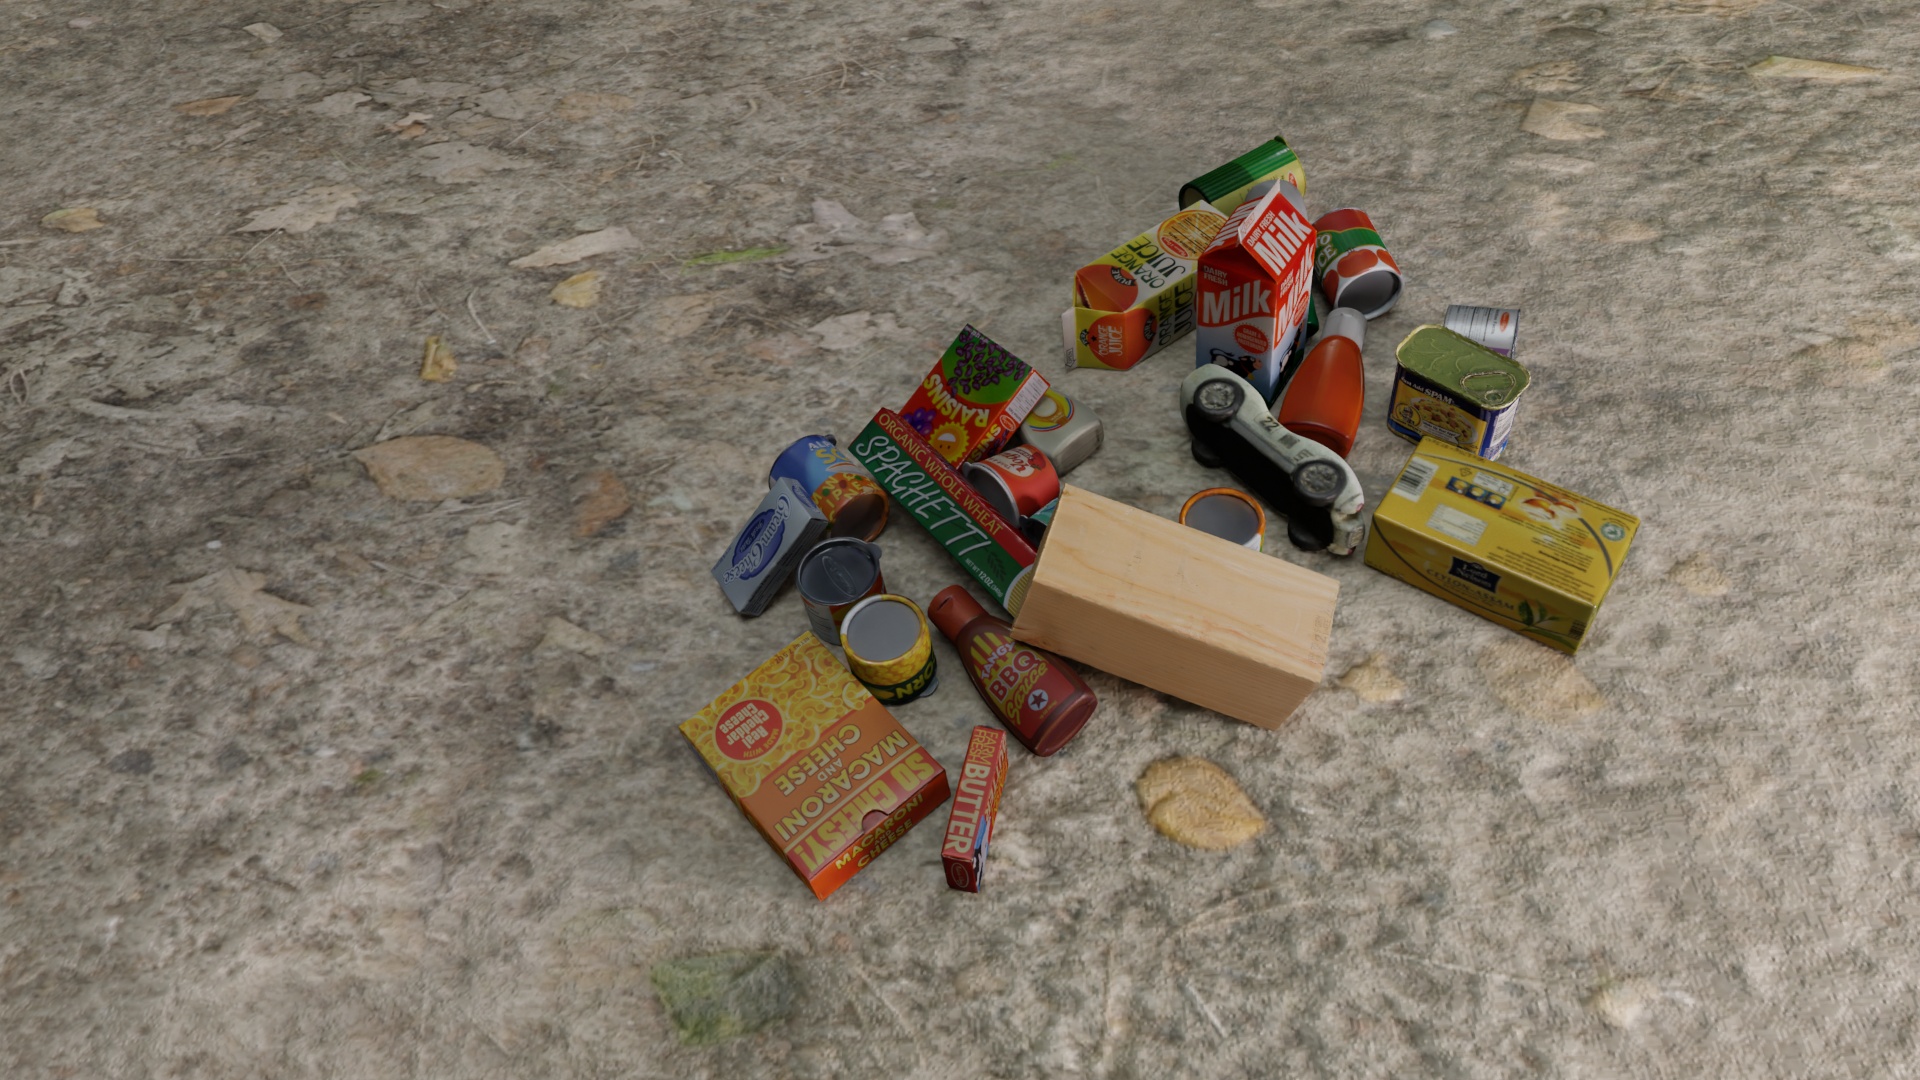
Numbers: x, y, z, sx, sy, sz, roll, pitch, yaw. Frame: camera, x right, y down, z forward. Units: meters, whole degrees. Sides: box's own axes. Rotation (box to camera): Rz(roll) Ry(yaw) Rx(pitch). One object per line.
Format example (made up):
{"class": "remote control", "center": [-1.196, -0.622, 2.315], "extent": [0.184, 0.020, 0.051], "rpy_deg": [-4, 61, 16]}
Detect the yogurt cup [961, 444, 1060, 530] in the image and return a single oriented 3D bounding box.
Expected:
{"class": "yogurt cup", "center": [0.044, -0.043, 1.134], "extent": [0.054, 0.072, 0.072], "rpy_deg": [-31, 54, -25]}

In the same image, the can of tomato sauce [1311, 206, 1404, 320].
{"class": "can of tomato sauce", "center": [0.350, -0.247, 1.248], "extent": [0.071, 0.070, 0.083], "rpy_deg": [-13, 53, -2]}

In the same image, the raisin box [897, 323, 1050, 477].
{"class": "raisin box", "center": [0.004, -0.109, 1.176], "extent": [0.086, 0.040, 0.123], "rpy_deg": [38, 91, 30]}

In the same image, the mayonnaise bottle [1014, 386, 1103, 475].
{"class": "mayonnaise bottle", "center": [0.055, -0.119, 1.204], "extent": [0.065, 0.041, 0.148], "rpy_deg": [-38, 57, -14]}

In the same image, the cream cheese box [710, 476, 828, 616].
{"class": "cream cheese box", "center": [-0.153, 0.005, 1.113], "extent": [0.103, 0.024, 0.053], "rpy_deg": [-52, 56, 16]}

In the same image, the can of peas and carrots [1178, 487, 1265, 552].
{"class": "can of peas and carrots", "center": [0.201, -0.001, 1.082], "extent": [0.071, 0.058, 0.071], "rpy_deg": [-3, 52, 5]}

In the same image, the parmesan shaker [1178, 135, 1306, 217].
{"class": "parmesan shaker", "center": [0.267, -0.333, 1.323], "extent": [0.103, 0.071, 0.071], "rpy_deg": [-29, 54, -14]}

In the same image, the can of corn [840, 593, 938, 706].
{"class": "can of corn", "center": [-0.052, 0.083, 1.051], "extent": [0.071, 0.058, 0.071], "rpy_deg": [-4, 52, 5]}

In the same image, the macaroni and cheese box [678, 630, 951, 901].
{"class": "macaroni and cheese box", "center": [-0.107, 0.159, 1.011], "extent": [0.124, 0.040, 0.167], "rpy_deg": [-37, 56, -19]}

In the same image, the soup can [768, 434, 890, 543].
{"class": "soup can", "center": [-0.106, -0.040, 1.148], "extent": [0.071, 0.071, 0.084], "rpy_deg": [-36, 57, -19]}

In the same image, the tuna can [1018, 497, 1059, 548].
{"class": "tuna can", "center": [0.081, -0.001, 1.092], "extent": [0.033, 0.070, 0.071], "rpy_deg": [-36, 56, -21]}

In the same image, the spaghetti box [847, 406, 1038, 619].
{"class": "spaghetti box", "center": [0.004, -0.014, 1.108], "extent": [0.050, 0.028, 0.250], "rpy_deg": [-49, 65, 8]}

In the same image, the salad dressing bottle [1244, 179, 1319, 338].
{"class": "salad dressing bottle", "center": [0.291, -0.252, 1.251], "extent": [0.044, 0.064, 0.148], "rpy_deg": [4, 68, -24]}

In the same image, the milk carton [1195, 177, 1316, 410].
{"class": "milk carton", "center": [0.243, -0.205, 1.151], "extent": [0.073, 0.189, 0.072], "rpy_deg": [25, 59, 24]}

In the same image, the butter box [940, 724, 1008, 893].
{"class": "butter box", "center": [0.011, 0.186, 0.966], "extent": [0.024, 0.052, 0.104], "rpy_deg": [8, 54, 12]}

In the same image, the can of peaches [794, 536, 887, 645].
{"class": "can of peaches", "center": [-0.089, 0.039, 1.091], "extent": [0.071, 0.057, 0.071], "rpy_deg": [-4, 51, 5]}

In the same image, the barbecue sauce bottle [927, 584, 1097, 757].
{"class": "barbecue sauce bottle", "center": [0.033, 0.092, 1.040], "extent": [0.065, 0.043, 0.149], "rpy_deg": [-47, 57, 2]}

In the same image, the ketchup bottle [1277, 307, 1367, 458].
{"class": "ketchup bottle", "center": [0.315, -0.136, 1.181], "extent": [0.065, 0.043, 0.149], "rpy_deg": [14, 55, 16]}

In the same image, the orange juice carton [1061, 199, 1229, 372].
{"class": "orange juice carton", "center": [0.168, -0.222, 1.250], "extent": [0.193, 0.071, 0.073], "rpy_deg": [-32, 55, -17]}

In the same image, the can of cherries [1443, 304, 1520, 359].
{"class": "can of cherries", "center": [0.437, -0.162, 1.170], "extent": [0.058, 0.071, 0.072], "rpy_deg": [8, 54, 21]}
